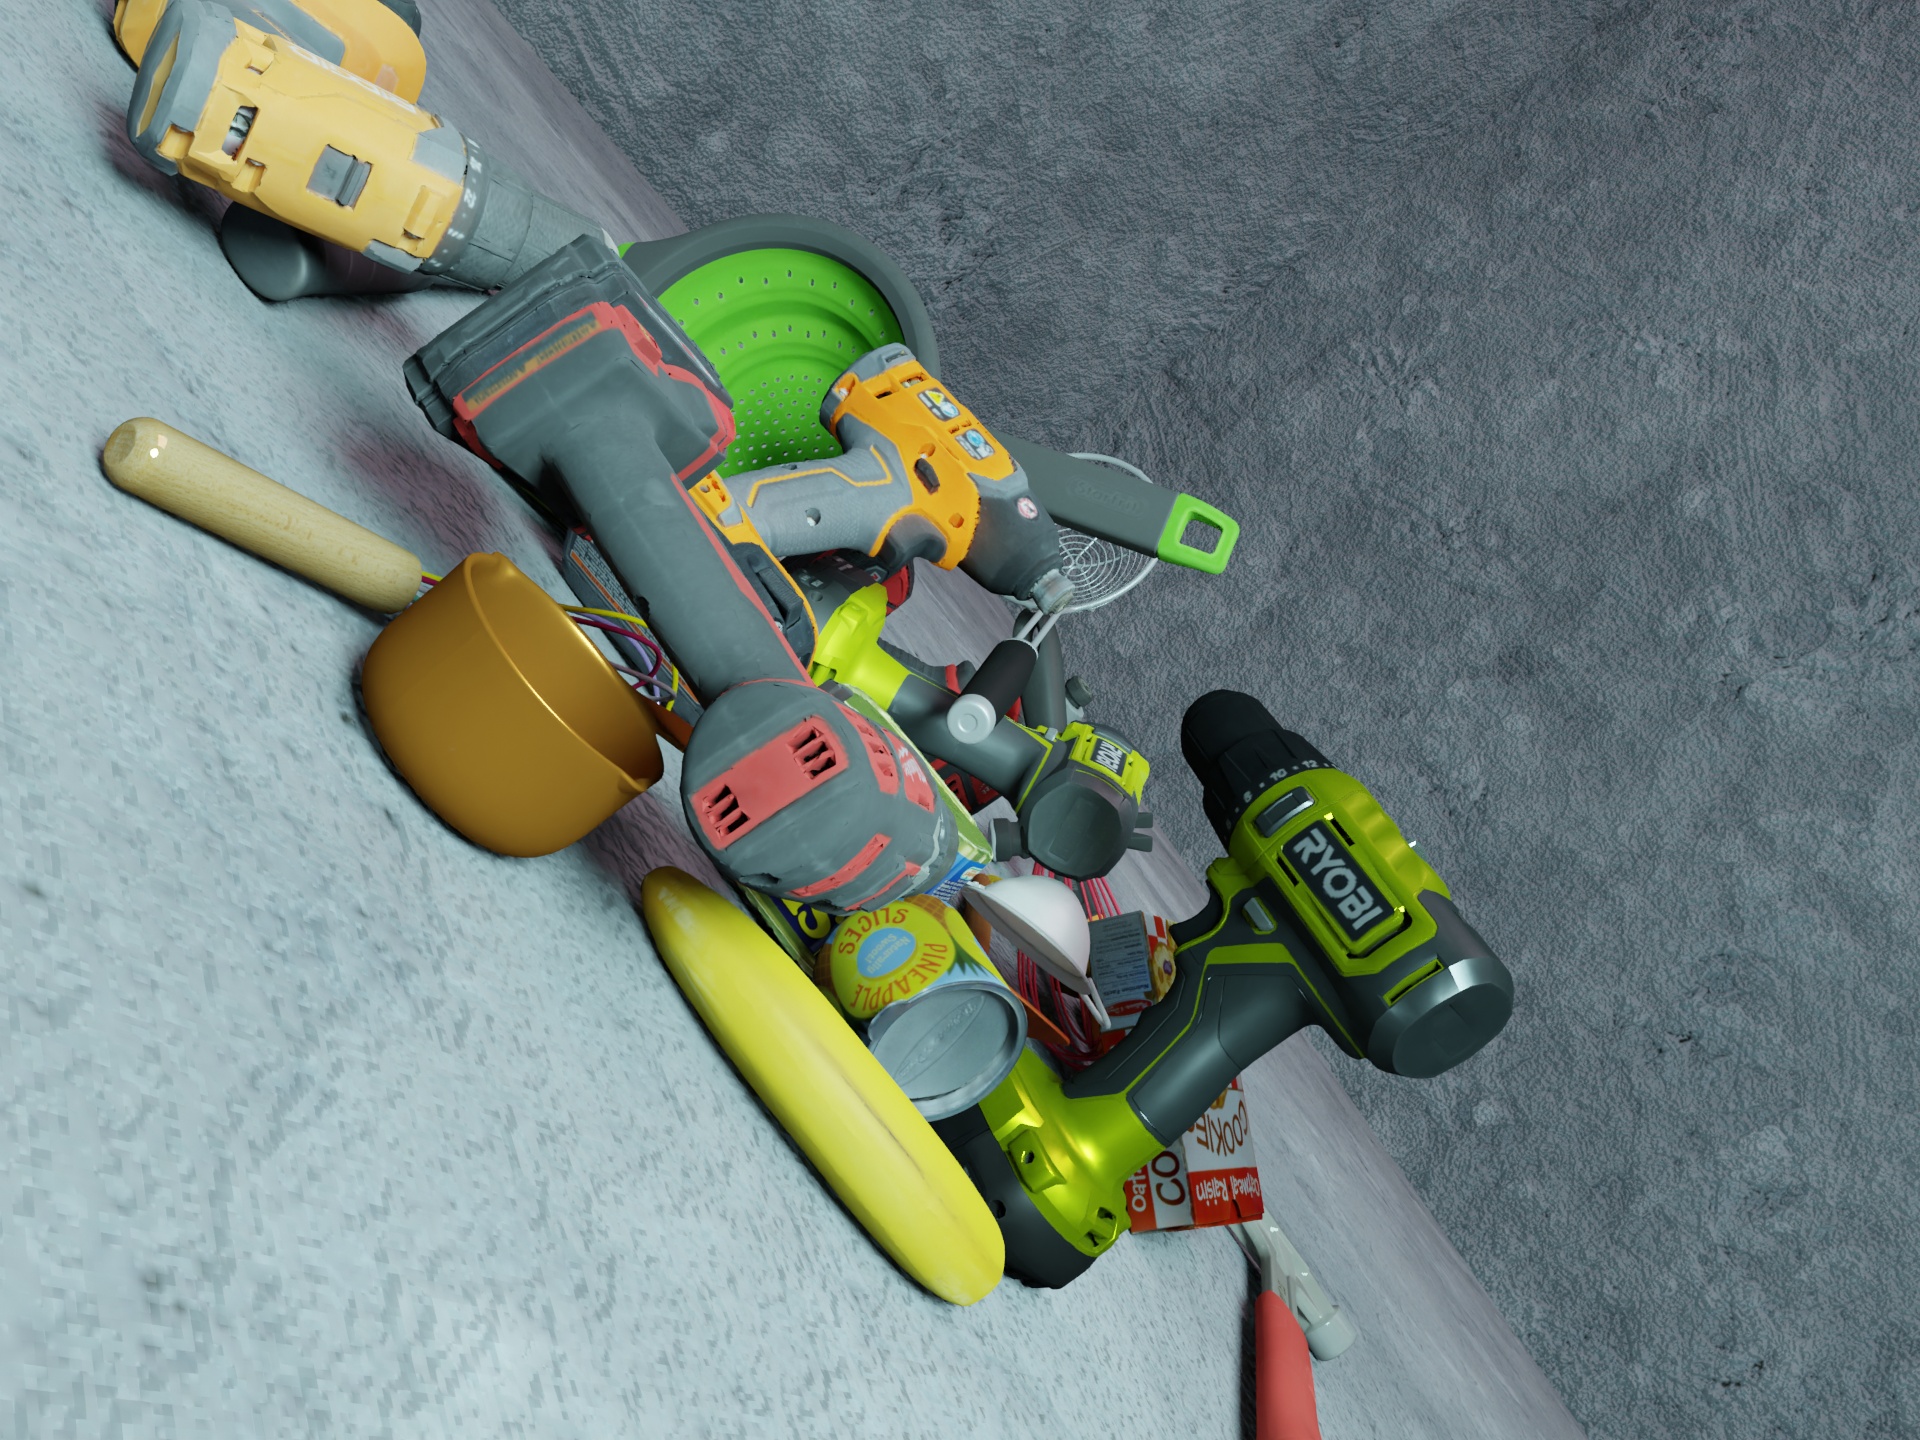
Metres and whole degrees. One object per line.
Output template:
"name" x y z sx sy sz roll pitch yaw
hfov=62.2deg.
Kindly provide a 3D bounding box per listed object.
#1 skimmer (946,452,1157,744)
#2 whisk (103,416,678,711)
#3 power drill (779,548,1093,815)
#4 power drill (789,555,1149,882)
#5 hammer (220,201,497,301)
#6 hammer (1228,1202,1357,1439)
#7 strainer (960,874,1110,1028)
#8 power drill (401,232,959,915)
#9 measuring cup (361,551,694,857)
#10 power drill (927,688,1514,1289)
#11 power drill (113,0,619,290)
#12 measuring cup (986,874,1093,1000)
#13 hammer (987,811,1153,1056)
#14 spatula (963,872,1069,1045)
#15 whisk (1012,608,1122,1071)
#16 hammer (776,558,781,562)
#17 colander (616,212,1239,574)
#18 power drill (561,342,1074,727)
"skimmer" 0.040 -0.080 0.891 0.363 0.127 0.090 -54 143 -69
"whisk" -0.169 -0.041 0.526 0.051 0.047 0.244 58 12 29
"power drill" -0.020 -0.037 1.061 0.219 0.143 0.079 47 20 -25
"power drill" -0.001 -0.003 0.889 0.223 0.080 0.171 29 16 2
"hammer" -0.274 -0.228 0.812 0.149 0.036 0.409 52 7 -13
"hammer" 0.171 0.336 0.872 0.149 0.036 0.359 53 7 9
"strainer" -0.015 0.066 0.810 0.258 0.050 0.087 35 -13 -8
"power drill" -0.077 -0.033 0.548 0.227 0.080 0.187 57 4 15
"measuring cup" -0.126 0.009 0.520 0.095 0.052 0.173 55 4 21
"power drill" 0.082 0.103 0.654 0.080 0.228 0.191 45 10 -45
"power drill" -0.249 -0.251 0.663 0.185 0.084 0.226 17 25 -41
"measuring cup" 0.059 0.131 1.047 0.157 0.062 0.029 37 -45 48
"hammer" 0.097 0.155 1.074 0.337 0.127 0.034 -100 -171 -64
"spatula" 0.015 0.122 0.907 0.081 0.041 0.322 40 6 -3
"whisk" 0.060 0.066 0.976 0.073 0.073 0.296 38 43 -64
"hammer" -0.106 -0.074 1.137 0.331 0.031 0.130 46 10 -39
"colander" -0.034 -0.152 0.909 0.397 0.204 0.094 21 -10 12
"power drill" -0.054 -0.084 0.761 0.164 0.084 0.226 48 50 11
